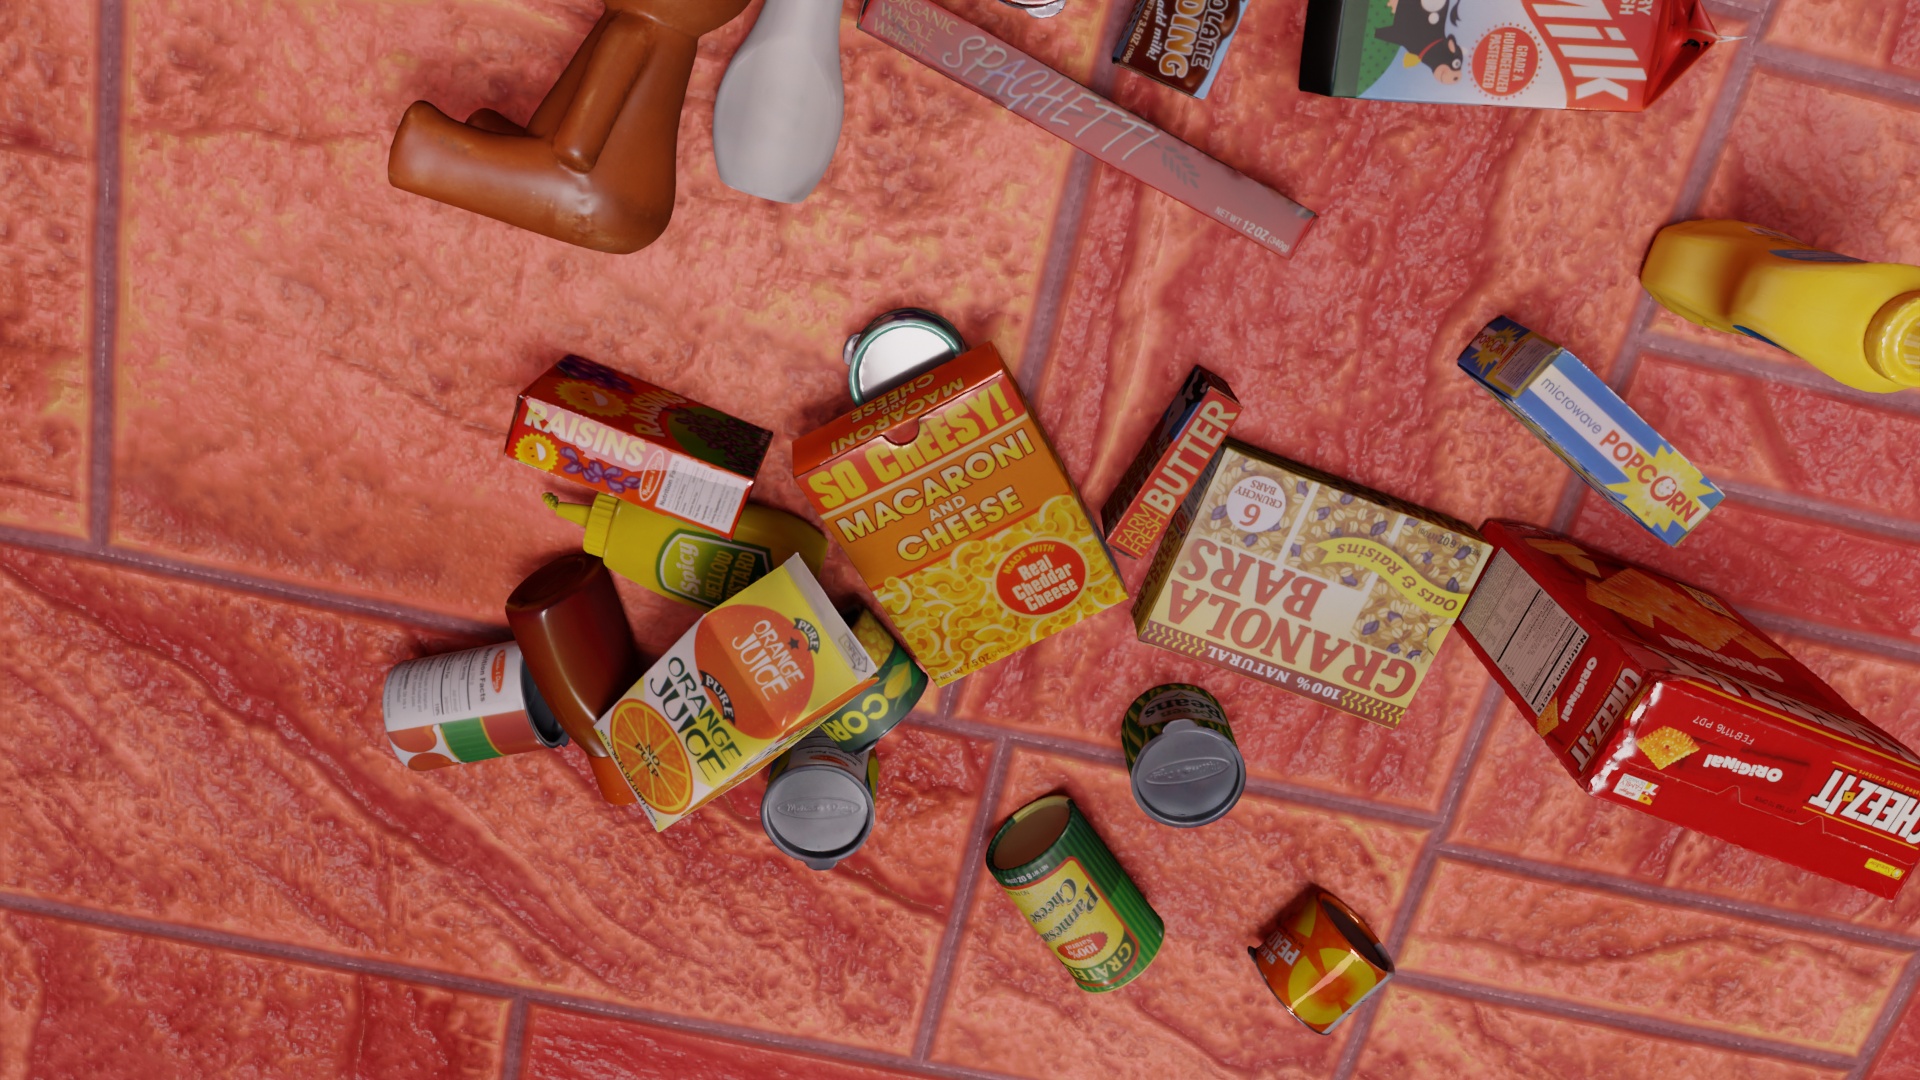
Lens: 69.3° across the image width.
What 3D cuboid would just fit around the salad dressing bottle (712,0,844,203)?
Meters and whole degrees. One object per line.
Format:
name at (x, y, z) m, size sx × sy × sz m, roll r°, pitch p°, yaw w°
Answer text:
salad dressing bottle at (-0.083, -0.246, 0.693) m, size 0.064 × 0.044 × 0.147 m, roll 15°, pitch 108°, yaw -5°

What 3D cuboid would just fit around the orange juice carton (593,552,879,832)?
orange juice carton at (-0.112, 0.078, 0.731) m, size 0.191 × 0.073 × 0.072 m, roll -40°, pitch 81°, yaw 43°

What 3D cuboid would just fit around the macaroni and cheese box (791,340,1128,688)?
macaroni and cheese box at (0.003, -0.009, 0.757) m, size 0.123 × 0.040 × 0.166 m, roll -27°, pitch 123°, yaw 8°

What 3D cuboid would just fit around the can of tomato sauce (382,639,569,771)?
can of tomato sauce at (-0.277, 0.095, 0.802) m, size 0.083 × 0.071 × 0.071 m, roll -11°, pitch 110°, yaw 4°

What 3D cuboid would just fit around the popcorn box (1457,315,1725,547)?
popcorn box at (0.332, -0.060, 0.739) m, size 0.126 × 0.085 × 0.038 m, roll 38°, pitch 105°, yaw -12°

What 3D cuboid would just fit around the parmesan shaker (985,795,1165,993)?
parmesan shaker at (0.067, 0.216, 0.847) m, size 0.071 × 0.071 × 0.103 m, roll -33°, pitch 106°, yaw 11°

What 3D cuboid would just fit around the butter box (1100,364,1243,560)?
butter box at (0.114, -0.042, 0.761) m, size 0.024 × 0.053 × 0.103 m, roll 29°, pitch 107°, yaw -8°

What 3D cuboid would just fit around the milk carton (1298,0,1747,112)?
milk carton at (0.271, -0.249, 0.677) m, size 0.191 × 0.072 × 0.073 m, roll 3°, pitch 110°, yaw -1°

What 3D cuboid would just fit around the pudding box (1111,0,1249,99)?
pudding box at (0.116, -0.268, 0.692) m, size 0.050 × 0.030 × 0.083 m, roll 22°, pitch 108°, yaw -9°

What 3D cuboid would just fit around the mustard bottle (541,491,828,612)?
mustard bottle at (-0.157, 0.002, 0.777) m, size 0.160 × 0.049 × 0.065 m, roll 16°, pitch 113°, yaw -6°

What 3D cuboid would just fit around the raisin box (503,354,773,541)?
raisin box at (-0.168, -0.052, 0.739) m, size 0.123 × 0.086 × 0.040 m, roll 21°, pitch 110°, yaw -8°

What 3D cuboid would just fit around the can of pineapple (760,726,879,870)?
can of pineapple at (-0.083, 0.150, 0.826) m, size 0.071 × 0.058 × 0.070 m, roll 0°, pitch 110°, yaw 0°

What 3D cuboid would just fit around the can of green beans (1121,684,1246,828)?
can of green beans at (0.130, 0.126, 0.819) m, size 0.071 × 0.058 × 0.071 m, roll 0°, pitch 110°, yaw 0°

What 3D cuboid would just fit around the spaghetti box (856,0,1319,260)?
spaghetti box at (0.063, -0.213, 0.701) m, size 0.250 × 0.050 × 0.028 m, roll 26°, pitch 107°, yaw -9°

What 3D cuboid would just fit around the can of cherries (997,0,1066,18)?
can of cherries at (0.035, -0.289, 0.669) m, size 0.071 × 0.058 × 0.071 m, roll 0°, pitch 109°, yaw 0°

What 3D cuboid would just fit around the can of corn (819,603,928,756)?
can of corn at (-0.063, 0.080, 0.794) m, size 0.071 × 0.071 × 0.058 m, roll -37°, pitch 105°, yaw 12°

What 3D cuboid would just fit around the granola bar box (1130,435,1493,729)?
granola bar box at (0.198, 0.024, 0.793) m, size 0.165 × 0.039 × 0.123 m, roll 19°, pitch 109°, yaw -7°

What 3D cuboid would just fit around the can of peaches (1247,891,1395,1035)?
can of peaches at (0.224, 0.260, 0.864) m, size 0.071 × 0.071 × 0.058 m, roll 39°, pitch 105°, yaw -13°

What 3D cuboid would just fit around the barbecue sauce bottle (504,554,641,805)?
barbecue sauce bottle at (-0.211, 0.085, 0.803) m, size 0.043 × 0.065 × 0.147 m, roll 2°, pitch 121°, yaw 26°

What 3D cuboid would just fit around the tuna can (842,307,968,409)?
tuna can at (-0.030, -0.092, 0.753) m, size 0.071 × 0.033 × 0.070 m, roll 0°, pitch 110°, yaw -1°
